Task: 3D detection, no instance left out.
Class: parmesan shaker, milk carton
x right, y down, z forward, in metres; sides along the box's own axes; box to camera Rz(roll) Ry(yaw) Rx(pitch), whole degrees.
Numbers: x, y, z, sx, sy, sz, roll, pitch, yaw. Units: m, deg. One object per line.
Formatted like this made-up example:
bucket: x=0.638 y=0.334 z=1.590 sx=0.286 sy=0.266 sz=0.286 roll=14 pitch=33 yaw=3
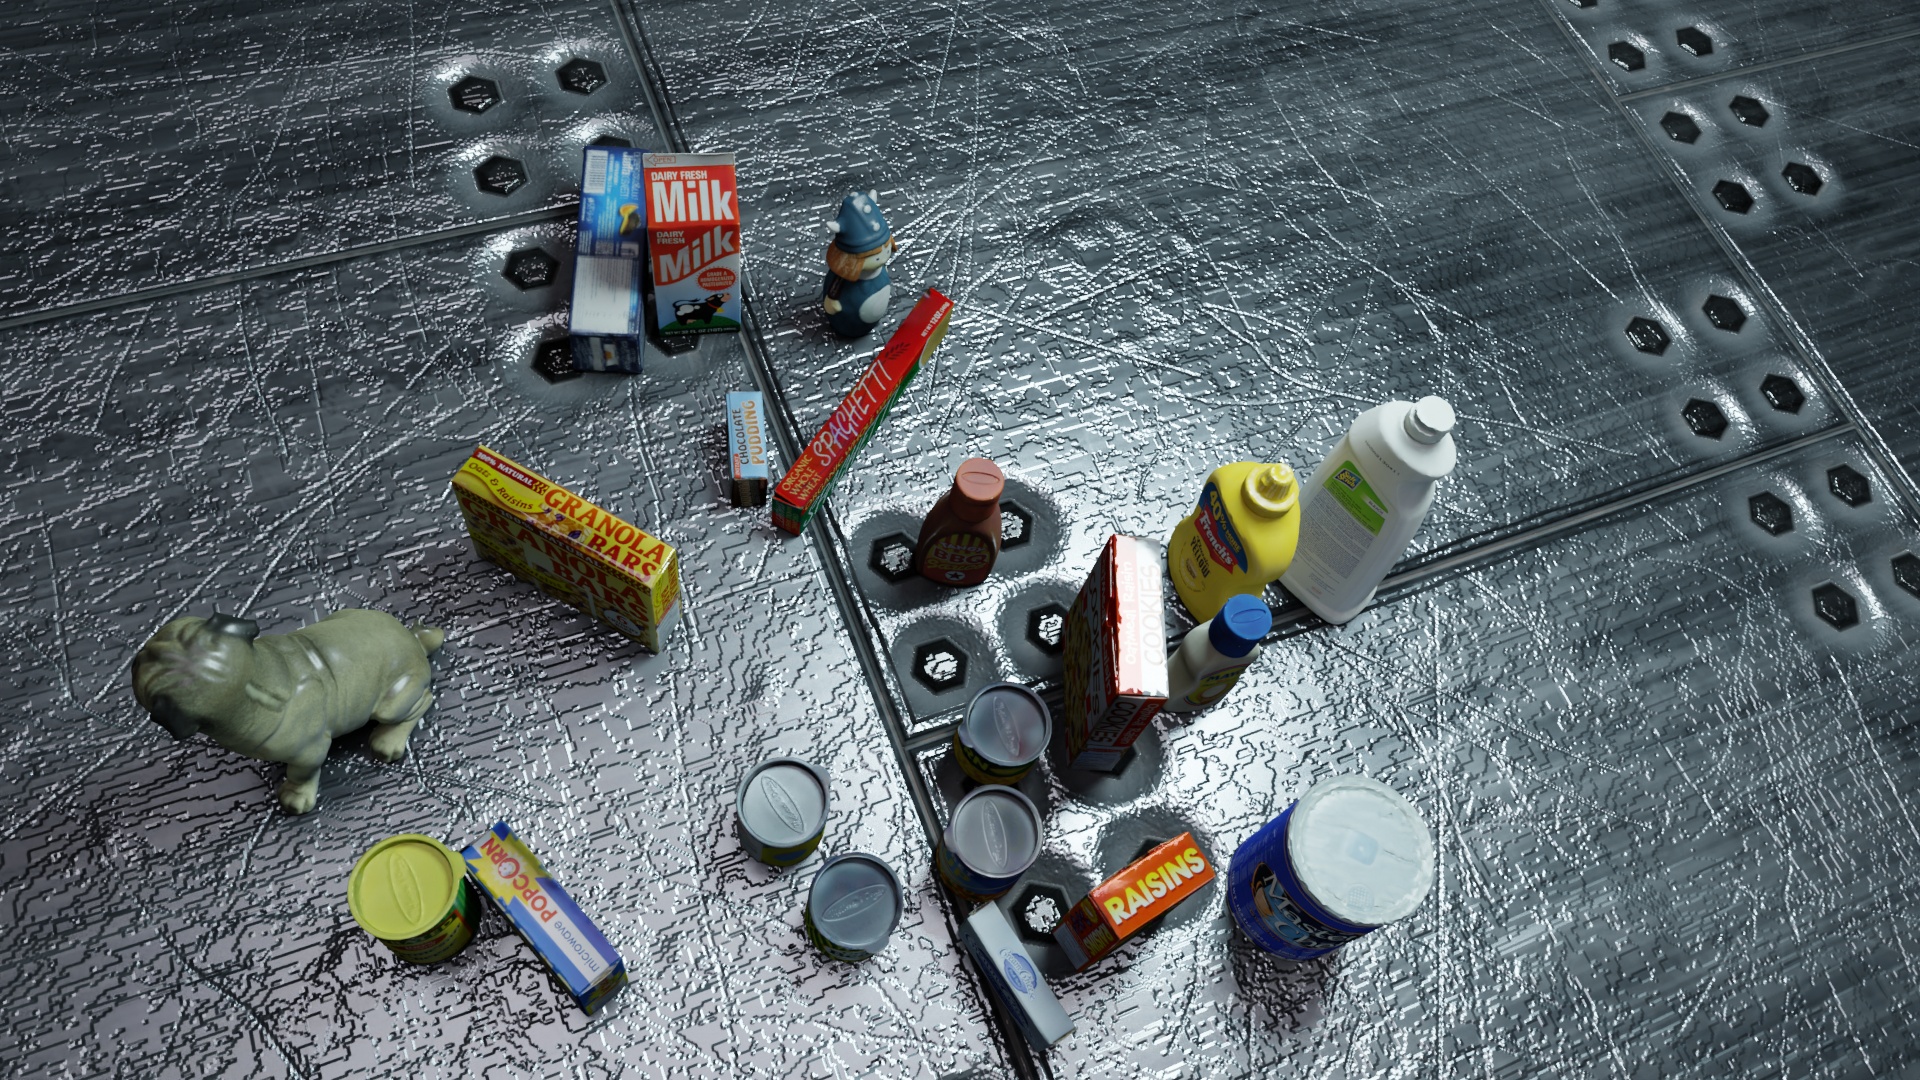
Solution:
parmesan shaker: x=-0.353 y=0.238 z=0.914 sx=0.071 sy=0.102 sz=0.071 roll=4 pitch=63 yaw=-8
milk carton: x=-0.219 y=-0.252 z=1.137 sx=0.072 sy=0.189 sz=0.074 roll=-5 pitch=65 yaw=-12

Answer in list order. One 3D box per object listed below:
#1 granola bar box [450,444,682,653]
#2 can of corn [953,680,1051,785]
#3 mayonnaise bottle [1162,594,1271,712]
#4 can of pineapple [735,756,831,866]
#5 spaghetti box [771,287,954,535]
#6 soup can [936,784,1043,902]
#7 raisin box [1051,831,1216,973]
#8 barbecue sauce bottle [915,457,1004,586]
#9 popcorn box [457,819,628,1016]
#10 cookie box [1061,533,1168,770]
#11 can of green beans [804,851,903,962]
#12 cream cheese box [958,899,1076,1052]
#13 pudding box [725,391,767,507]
granola bar box: x=-0.287 y=0.008 z=1.030 sx=0.165 sy=0.123 sz=0.039 roll=28 pitch=63 yaw=5
can of corn: x=0.028 y=0.148 z=1.049 sx=0.071 sy=0.058 sz=0.071 roll=4 pitch=63 yaw=-8
mayonnaise bottle: x=0.195 y=0.087 z=1.057 sx=0.065 sy=0.147 sz=0.041 roll=-12 pitch=66 yaw=-15
can of pineapple: x=-0.126 y=0.195 z=0.999 sx=0.071 sy=0.057 sz=0.071 roll=4 pitch=63 yaw=-8
spaghetti box: x=-0.080 y=-0.111 z=1.167 sx=0.029 sy=0.050 sz=0.251 roll=30 pitch=62 yaw=6
soup can: x=0.017 y=0.219 z=0.996 sx=0.071 sy=0.083 sz=0.071 roll=4 pitch=63 yaw=-8
raisin box: x=0.119 y=0.254 z=0.973 sx=0.086 sy=0.122 sz=0.040 roll=-26 pitch=71 yaw=-20
barbecue sauce bottle: x=0.004 y=-0.013 z=1.076 sx=0.065 sy=0.147 sz=0.044 roll=7 pitch=63 yaw=-6
popcorn box: x=-0.277 y=0.254 z=0.928 sx=0.127 sy=0.084 sz=0.038 roll=44 pitch=65 yaw=13
cookie box: x=0.111 y=0.087 z=1.032 sx=0.040 sy=0.166 sz=0.123 roll=4 pitch=63 yaw=-7
can of green beans: x=-0.076 y=0.258 z=0.975 sx=0.071 sy=0.057 sz=0.071 roll=4 pitch=63 yaw=-8
cream cheese box: x=0.038 y=0.306 z=0.972 sx=0.024 sy=0.053 sz=0.104 roll=-28 pitch=71 yaw=-21
pudding box: x=-0.175 y=-0.075 z=1.134 sx=0.030 sy=0.049 sz=0.084 roll=-3 pitch=64 yaw=-11
